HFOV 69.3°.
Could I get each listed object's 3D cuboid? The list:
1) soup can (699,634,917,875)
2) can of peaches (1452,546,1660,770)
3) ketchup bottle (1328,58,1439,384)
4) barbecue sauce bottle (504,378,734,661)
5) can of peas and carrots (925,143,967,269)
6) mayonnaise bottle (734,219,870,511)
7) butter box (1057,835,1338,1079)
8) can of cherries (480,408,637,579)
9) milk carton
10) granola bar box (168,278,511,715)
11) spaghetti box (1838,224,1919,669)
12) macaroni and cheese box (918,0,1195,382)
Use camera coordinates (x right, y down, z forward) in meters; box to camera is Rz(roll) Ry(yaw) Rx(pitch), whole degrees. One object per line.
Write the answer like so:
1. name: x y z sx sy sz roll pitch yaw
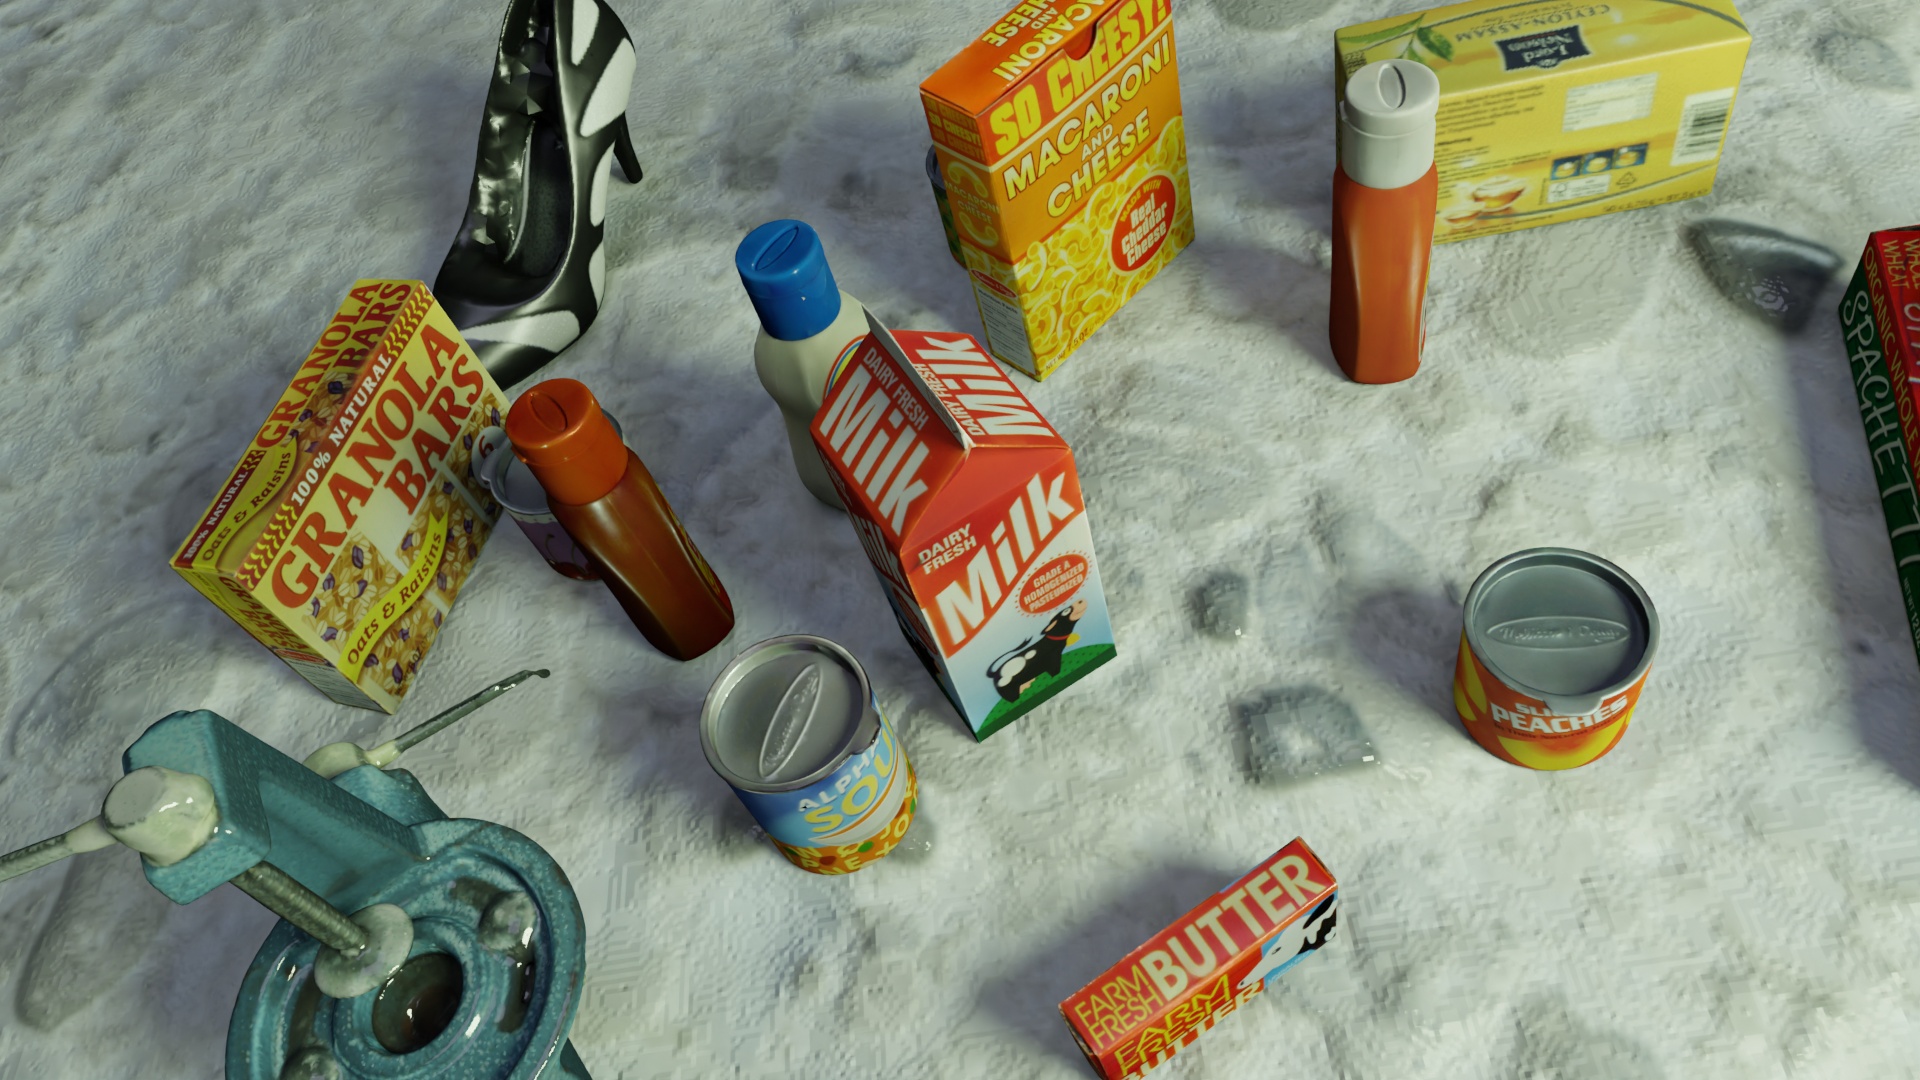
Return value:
1. soup can: -0.055 0.087 0.546 0.071 0.083 0.072 -7 54 9
2. can of peaches: 0.221 0.047 0.522 0.071 0.057 0.071 -7 54 9
3. ketchup bottle: 0.184 -0.137 0.606 0.043 0.148 0.065 -4 55 11
4. barbecue sauce bottle: -0.145 -0.008 0.596 0.044 0.148 0.065 -38 55 -13
5. can of peas and carrots: 0.022 -0.182 0.734 0.071 0.058 0.071 -7 54 9
6. mayonnaise bottle: -0.060 -0.077 0.624 0.041 0.147 0.065 24 64 28
7. butter box: 0.085 0.150 0.485 0.104 0.053 0.024 -32 54 -10
8. can of cherries: -0.186 -0.023 0.673 0.071 0.058 0.072 -7 54 9
9. milk carton: 0.002 -0.007 0.532 0.073 0.189 0.072 -32 54 -9
10. granola bar box: -0.275 -0.021 0.652 0.039 0.123 0.166 6 57 18
11. spaghetti box: 0.379 -0.018 0.534 0.029 0.050 0.251 2 56 15
12. macaroni and cheese box: 0.053 -0.174 0.654 0.040 0.165 0.124 34 69 31
